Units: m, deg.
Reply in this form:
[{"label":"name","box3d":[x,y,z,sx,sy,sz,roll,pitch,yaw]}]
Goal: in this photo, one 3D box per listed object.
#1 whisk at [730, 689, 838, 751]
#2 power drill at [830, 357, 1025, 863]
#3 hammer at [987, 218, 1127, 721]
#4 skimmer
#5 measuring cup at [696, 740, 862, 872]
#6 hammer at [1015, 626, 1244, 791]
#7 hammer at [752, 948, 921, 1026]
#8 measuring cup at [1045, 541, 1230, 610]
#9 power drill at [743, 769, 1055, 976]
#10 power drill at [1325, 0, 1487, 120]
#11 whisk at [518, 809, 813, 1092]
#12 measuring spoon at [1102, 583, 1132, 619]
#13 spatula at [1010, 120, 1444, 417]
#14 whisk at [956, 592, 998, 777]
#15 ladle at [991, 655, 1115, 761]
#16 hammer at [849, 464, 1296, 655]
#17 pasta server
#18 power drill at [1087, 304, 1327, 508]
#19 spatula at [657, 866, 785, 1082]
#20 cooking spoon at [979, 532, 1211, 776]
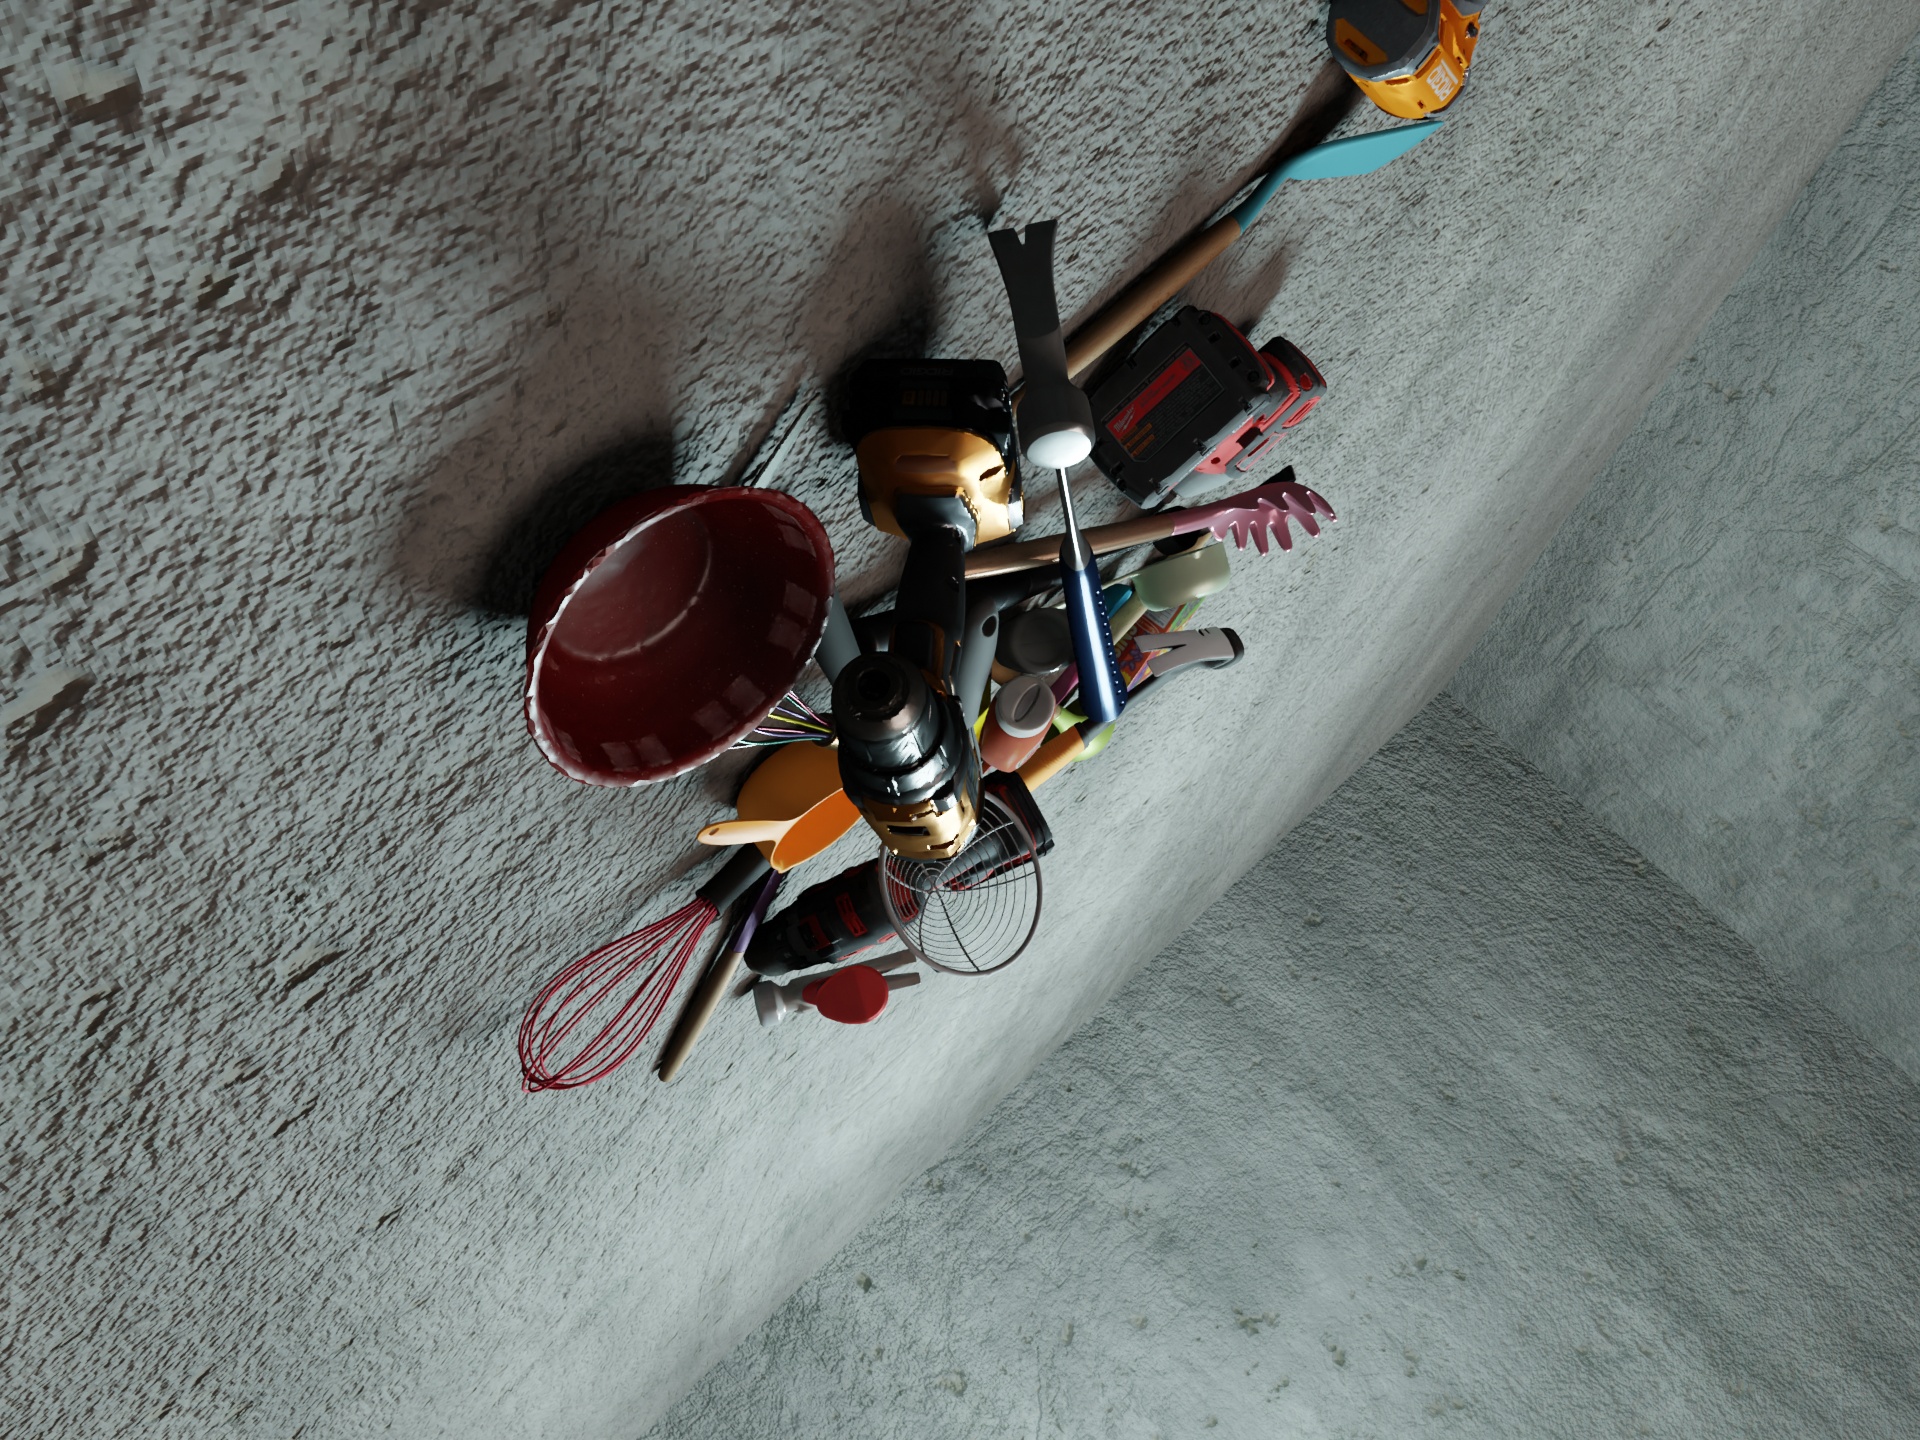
[{"label":"whisk","box3d":[-0.095,0.000,0.948,0.047,0.051,0.244,-19,165,20]},{"label":"power drill","box3d":[-0.020,-0.060,0.754,0.185,0.084,0.226,71,23,-70]},{"label":"hammer","box3d":[0.064,-0.107,0.898,0.035,0.144,0.405,-10,154,5]},{"label":"skimmer","box3d":[-0.025,0.022,0.943,0.127,0.090,0.362,-60,151,-31]},{"label":"measuring cup","box3d":[-0.123,0.050,1.006,0.095,0.052,0.173,-47,159,20]},{"label":"hammer","box3d":[0.078,0.027,1.307,0.127,0.034,0.337,-8,155,-50]},{"label":"hammer","box3d":[-0.076,0.198,1.186,0.143,0.038,0.386,-12,173,-11]},{"label":"measuring cup","box3d":[0.134,-0.095,1.232,0.167,0.038,0.083,-22,-175,-16]},{"label":"power drill","box3d":[-0.053,0.129,1.253,0.188,0.080,0.226,-30,178,43]},{"label":"power drill","box3d":[0.311,-0.442,0.894,0.226,0.084,0.164,-49,163,22]},{"label":"whisk","box3d":[-0.182,0.135,1.058,0.296,0.073,0.073,-45,164,-27]},{"label":"measuring spoon","box3d":[0.125,-0.093,1.336,0.042,0.021,0.128,-52,171,1]},{"label":"spatula","box3d":[0.151,-0.272,0.949,0.317,0.044,0.082,-41,-171,-12]},{"label":"whisk","box3d":[-0.003,-0.004,1.034,0.055,0.055,0.238,-37,157,-28]},{"label":"ladle","box3d":[0.061,-0.023,1.309,0.078,0.062,0.320,-41,156,8]},{"label":"hammer","box3d":[0.079,-0.106,1.088,0.409,0.036,0.149,-23,-175,-42]},{"label":"pasta server","box3d":[0.116,-0.116,1.034,0.316,0.040,0.060,-15,165,-30]},{"label":"power drill","box3d":[0.162,-0.200,1.069,0.143,0.078,0.219,-41,170,22]},{"label":"spatula","box3d":[-0.180,0.187,1.225,0.315,0.018,0.060,-59,180,36]},{"label":"cooking spoon","box3d":[0.109,-0.058,1.264,0.319,0.017,0.068,-46,178,-27]}]
